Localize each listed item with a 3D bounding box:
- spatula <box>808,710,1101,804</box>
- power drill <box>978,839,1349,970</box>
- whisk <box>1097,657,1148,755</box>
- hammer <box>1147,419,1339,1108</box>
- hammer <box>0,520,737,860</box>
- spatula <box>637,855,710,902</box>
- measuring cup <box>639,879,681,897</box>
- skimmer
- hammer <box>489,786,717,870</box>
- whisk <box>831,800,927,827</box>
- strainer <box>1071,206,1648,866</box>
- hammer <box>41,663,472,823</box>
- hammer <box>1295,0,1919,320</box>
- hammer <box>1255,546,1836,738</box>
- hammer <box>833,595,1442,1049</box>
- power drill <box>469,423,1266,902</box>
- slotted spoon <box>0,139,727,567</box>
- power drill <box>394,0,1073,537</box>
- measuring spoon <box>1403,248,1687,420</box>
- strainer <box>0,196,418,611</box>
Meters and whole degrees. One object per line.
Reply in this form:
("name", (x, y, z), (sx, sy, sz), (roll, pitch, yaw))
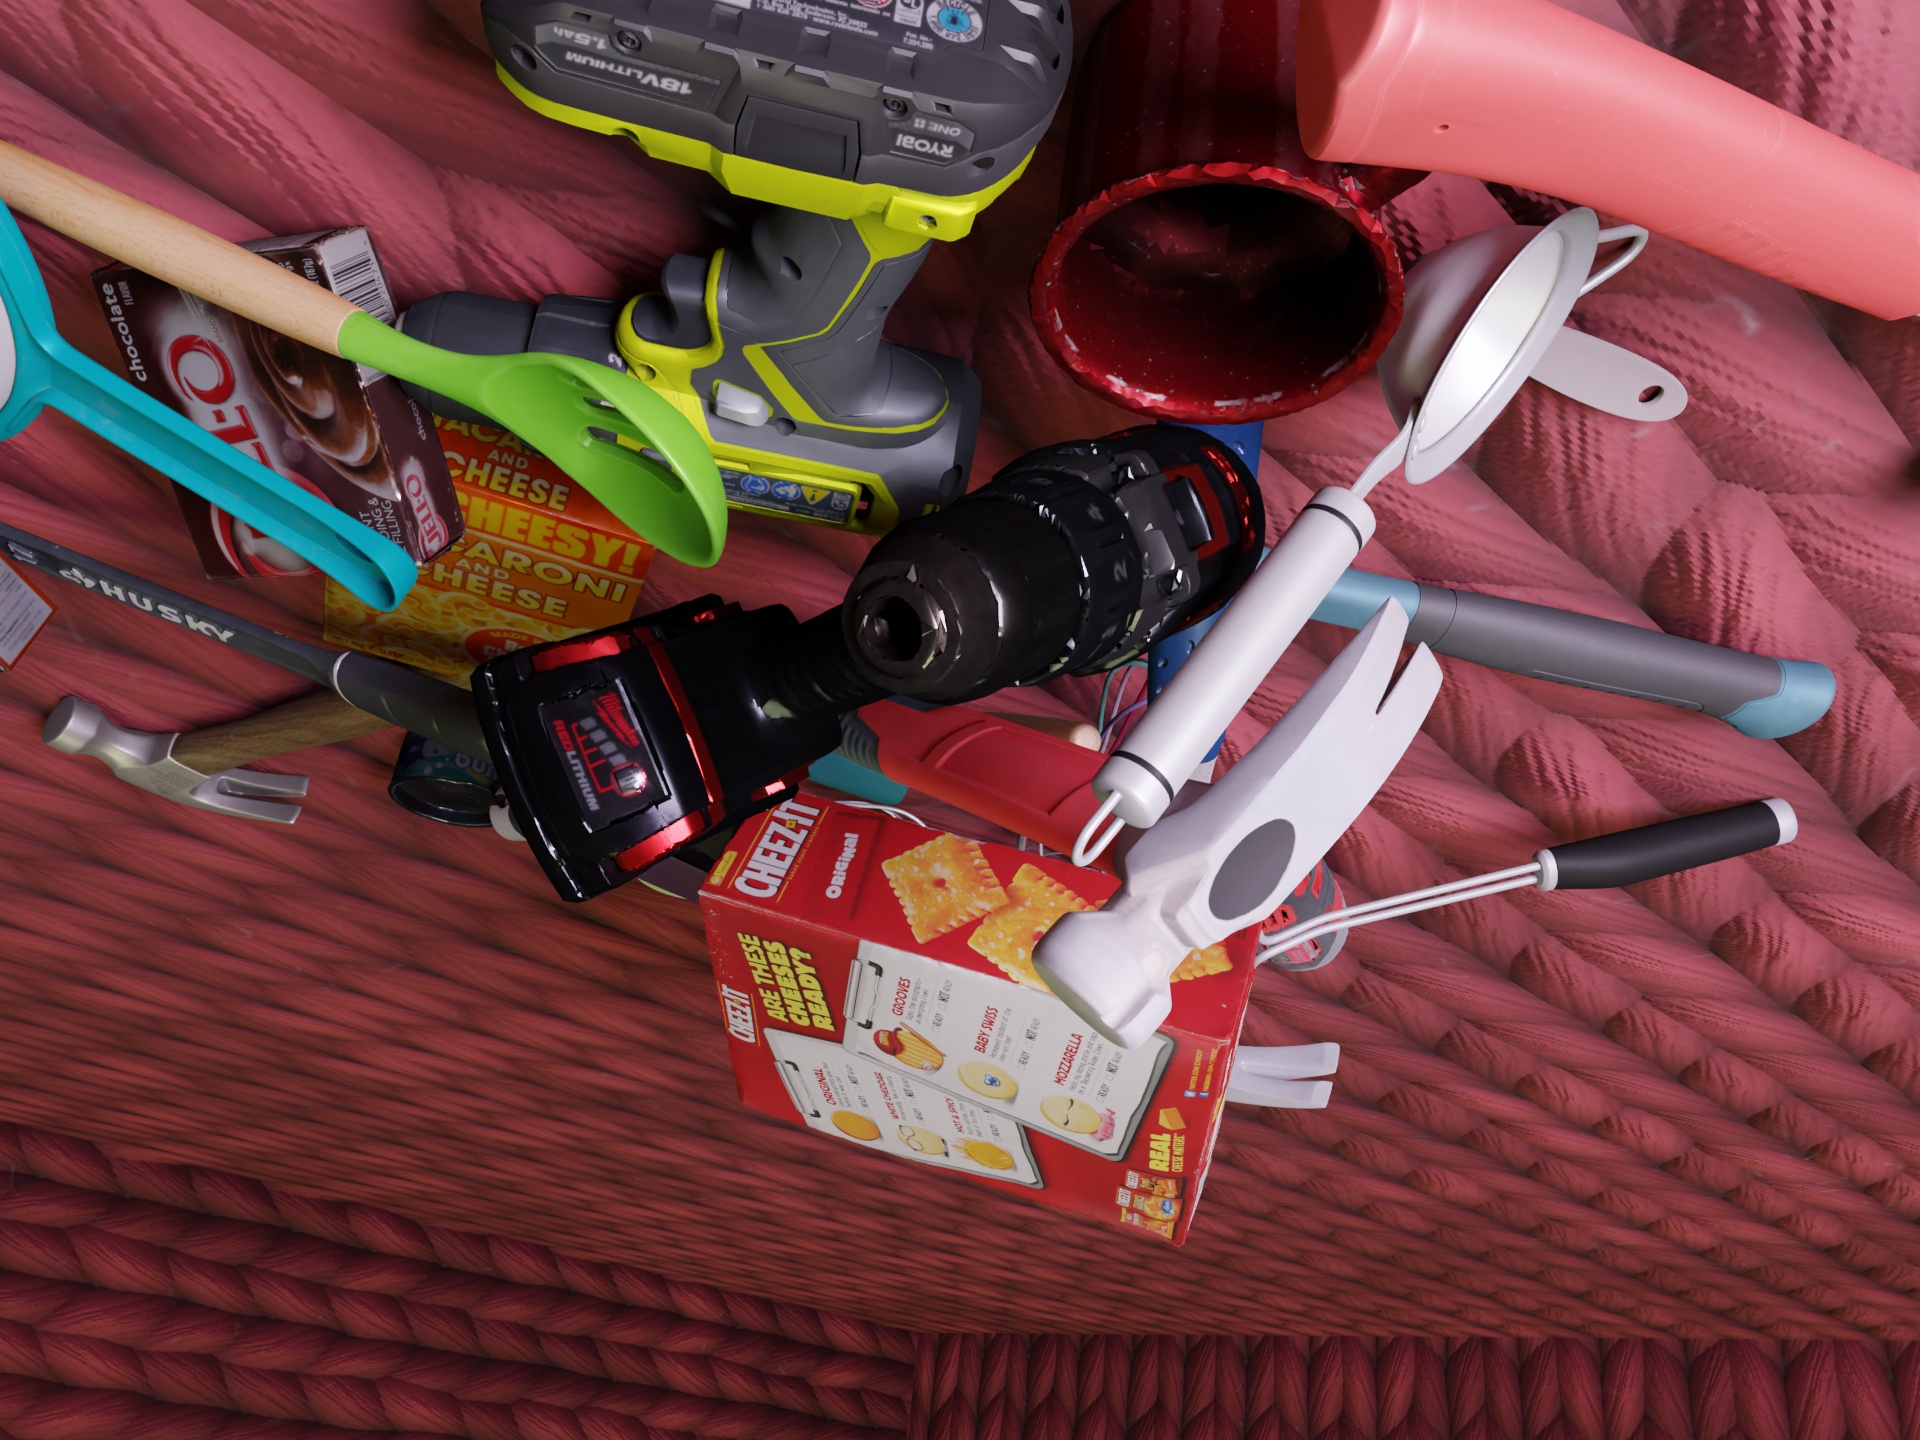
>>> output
("spatula", (-0.012, 0.015, 0.712), (0.082, 0.044, 0.317), (21, 173, -19))
("power drill", (0.108, 0.114, 0.910), (0.220, 0.079, 0.143), (-10, 148, 24))
("whisk", (0.067, 0.023, 0.759), (0.051, 0.047, 0.245), (25, 159, -3))
("hammer", (0.091, 0.019, 0.611), (0.144, 0.035, 0.405), (12, 135, 16))
("hammer", (-0.277, -0.028, 0.683), (0.409, 0.036, 0.149), (21, 150, 0))
("spatula", (-0.081, 0.110, 0.818), (0.060, 0.018, 0.315), (-3, 155, 39))
("measuring cup", (-0.116, 0.083, 0.938), (0.167, 0.038, 0.083), (3, 153, 13))
("skimmer", (0.212, 0.061, 0.770), (0.363, 0.090, 0.127), (-12, 144, -3))
("hammer", (-0.094, 0.114, 0.899), (0.146, 0.035, 0.334), (-4, 149, 41))
("whisk", (-0.129, 0.052, 0.878), (0.246, 0.059, 0.057), (15, 114, -6))
("strainer", (0.103, -0.060, 0.426), (0.050, 0.258, 0.086), (32, 158, 20))
("hammer", (-0.340, 0.001, 0.844), (0.331, 0.031, 0.129), (-12, 147, 32))
("hammer", (0.231, -0.120, 0.382), (0.358, 0.037, 0.149), (7, 157, -29))
("hammer", (0.187, -0.040, 0.631), (0.331, 0.033, 0.128), (12, 154, -9))
("hammer", (-0.001, -0.002, 0.583), (0.038, 0.143, 0.386), (50, 165, -25))
("power drill", (-0.036, -0.017, 0.456), (0.226, 0.080, 0.188), (-20, -176, 31))
("slotted spoon", (-0.200, -0.125, 0.467), (0.314, 0.031, 0.070), (25, 155, 9))
("power drill", (-0.074, -0.137, 0.462), (0.190, 0.080, 0.228), (10, 156, -8))
("measuring spoon", (0.183, -0.120, 0.501), (0.124, 0.018, 0.034), (14, 132, -26))
("strainer", (-0.336, -0.104, 0.475), (0.340, 0.095, 0.211), (32, 143, -11))
